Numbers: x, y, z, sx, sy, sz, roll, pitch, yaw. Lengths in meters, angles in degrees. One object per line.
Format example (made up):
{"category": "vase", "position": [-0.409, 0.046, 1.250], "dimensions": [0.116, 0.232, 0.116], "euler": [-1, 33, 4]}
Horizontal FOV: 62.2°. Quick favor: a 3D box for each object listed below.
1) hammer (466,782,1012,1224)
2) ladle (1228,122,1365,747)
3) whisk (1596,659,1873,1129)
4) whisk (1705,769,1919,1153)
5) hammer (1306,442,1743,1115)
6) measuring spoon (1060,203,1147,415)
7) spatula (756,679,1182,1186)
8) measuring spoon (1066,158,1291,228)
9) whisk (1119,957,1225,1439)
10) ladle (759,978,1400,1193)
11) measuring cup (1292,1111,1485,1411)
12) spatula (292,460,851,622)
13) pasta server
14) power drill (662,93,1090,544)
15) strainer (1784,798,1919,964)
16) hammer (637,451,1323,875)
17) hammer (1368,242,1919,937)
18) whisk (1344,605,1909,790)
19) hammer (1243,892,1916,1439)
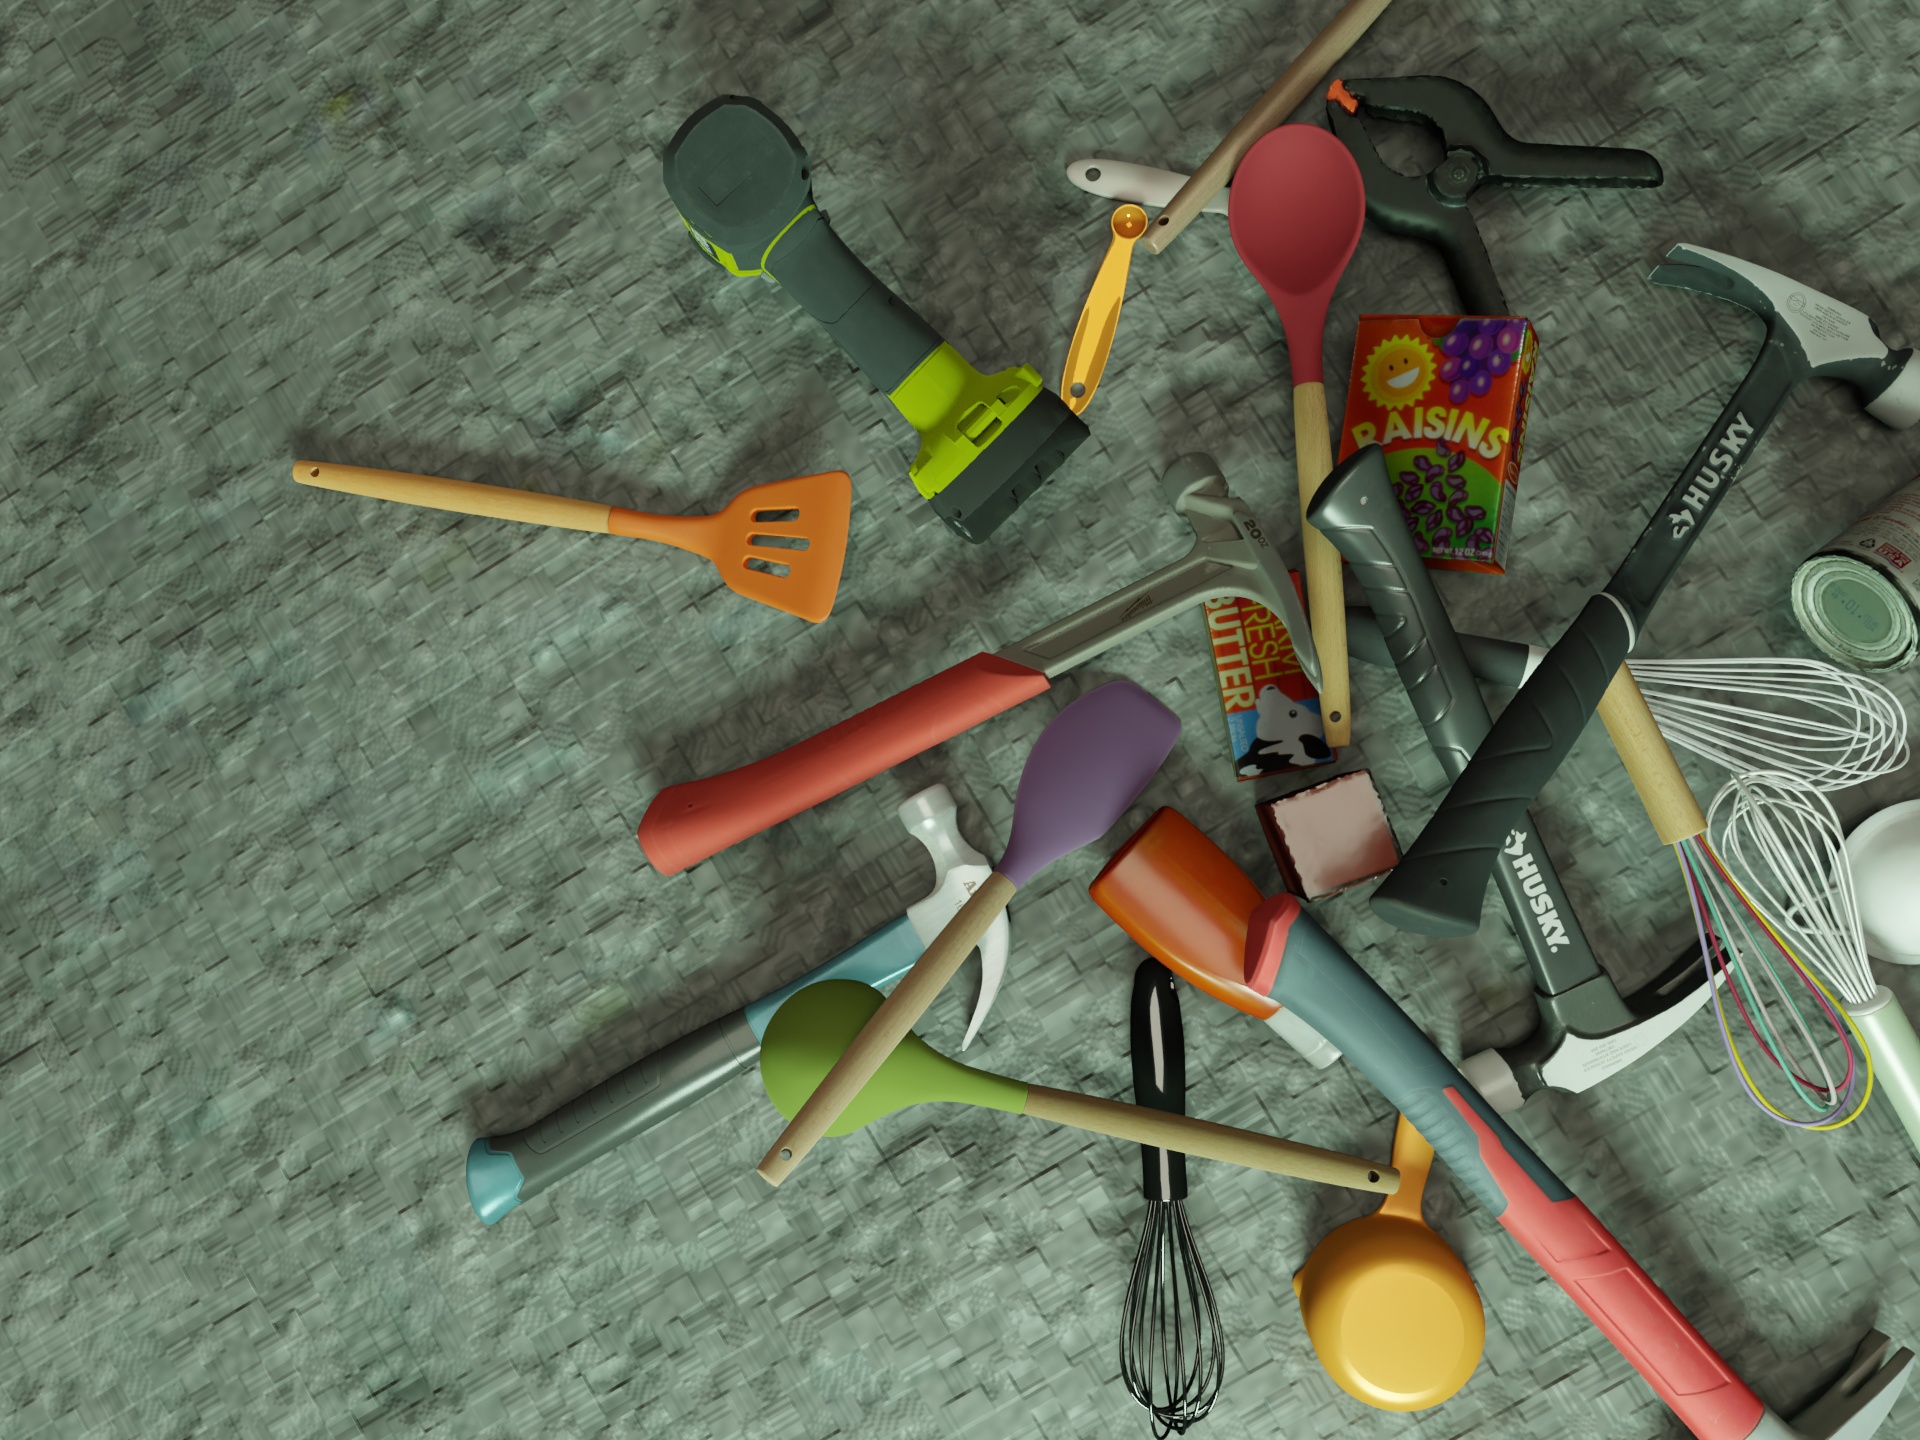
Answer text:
{"category": "hammer", "position": [-0.120, 0.169, 0.844], "dimensions": [0.331, 0.033, 0.128], "euler": [-30, 84, 4]}
{"category": "ladle", "position": [0.178, -0.143, 0.799], "dimensions": [0.069, 0.031, 0.315], "euler": [-5, 83, 21]}
{"category": "whisk", "position": [0.354, 0.073, 0.744], "dimensions": [0.051, 0.047, 0.245], "euler": [-16, 78, -36]}
{"category": "whisk", "position": [0.435, 0.129, 0.771], "dimensions": [0.058, 0.059, 0.246], "euler": [-29, 96, 19]}
{"category": "hammer", "position": [0.258, 0.022, 0.775], "dimensions": [0.146, 0.035, 0.334], "euler": [-26, 98, 3]}
{"category": "measuring spoon", "position": [0.076, -0.219, 0.853], "dimensions": [0.021, 0.011, 0.117], "euler": [17, 93, 5]}
{"category": "spatula", "position": [0.005, 0.097, 0.784], "dimensions": [0.060, 0.018, 0.316], "euler": [38, 67, 6]}
{"category": "measuring spoon", "position": [0.117, -0.284, 0.845], "dimensions": [0.124, 0.018, 0.034], "euler": [12, 89, 7]}
{"category": "whisk", "position": [0.103, 0.242, 0.811], "dimensions": [0.055, 0.055, 0.239], "euler": [-3, 83, 6]}
{"category": "ladle", "position": [0.057, 0.193, 0.790], "dimensions": [0.320, 0.062, 0.078], "euler": [13, 76, 0]}
{"category": "measuring cup", "position": [0.224, 0.256, 0.794], "dimensions": [0.095, 0.052, 0.173], "euler": [10, 91, 6]}
{"category": "spatula", "position": [-0.215, -0.114, 0.862], "dimensions": [0.322, 0.041, 0.081], "euler": [9, 89, 7]}
{"category": "pasta server", "position": [0.201, -0.366, 0.823], "dimensions": [0.060, 0.040, 0.316], "euler": [42, 89, 24]}
{"category": "power drill", "position": [-0.048, -0.197, 0.792], "dimensions": [0.080, 0.190, 0.228], "euler": [-45, 98, 2]}
{"category": "strainer", "position": [0.538, 0.057, 0.778], "dimensions": [0.258, 0.050, 0.087], "euler": [-22, 101, 1]}
{"category": "hammer", "position": [-0.001, -0.003, 0.816], "dimensions": [0.359, 0.036, 0.149], "euler": [-27, 56, 8]}
{"category": "hammer", "position": [0.311, -0.064, 0.745], "dimensions": [0.149, 0.036, 0.409], "euler": [37, 72, 8]}
{"category": "whisk", "position": [0.323, -0.018, 0.796], "dimensions": [0.284, 0.070, 0.070], "euler": [13, 89, 11]}
{"category": "hammer", "position": [0.286, 0.221, 0.764], "dimensions": [0.143, 0.038, 0.386], "euler": [-43, 93, -3]}
